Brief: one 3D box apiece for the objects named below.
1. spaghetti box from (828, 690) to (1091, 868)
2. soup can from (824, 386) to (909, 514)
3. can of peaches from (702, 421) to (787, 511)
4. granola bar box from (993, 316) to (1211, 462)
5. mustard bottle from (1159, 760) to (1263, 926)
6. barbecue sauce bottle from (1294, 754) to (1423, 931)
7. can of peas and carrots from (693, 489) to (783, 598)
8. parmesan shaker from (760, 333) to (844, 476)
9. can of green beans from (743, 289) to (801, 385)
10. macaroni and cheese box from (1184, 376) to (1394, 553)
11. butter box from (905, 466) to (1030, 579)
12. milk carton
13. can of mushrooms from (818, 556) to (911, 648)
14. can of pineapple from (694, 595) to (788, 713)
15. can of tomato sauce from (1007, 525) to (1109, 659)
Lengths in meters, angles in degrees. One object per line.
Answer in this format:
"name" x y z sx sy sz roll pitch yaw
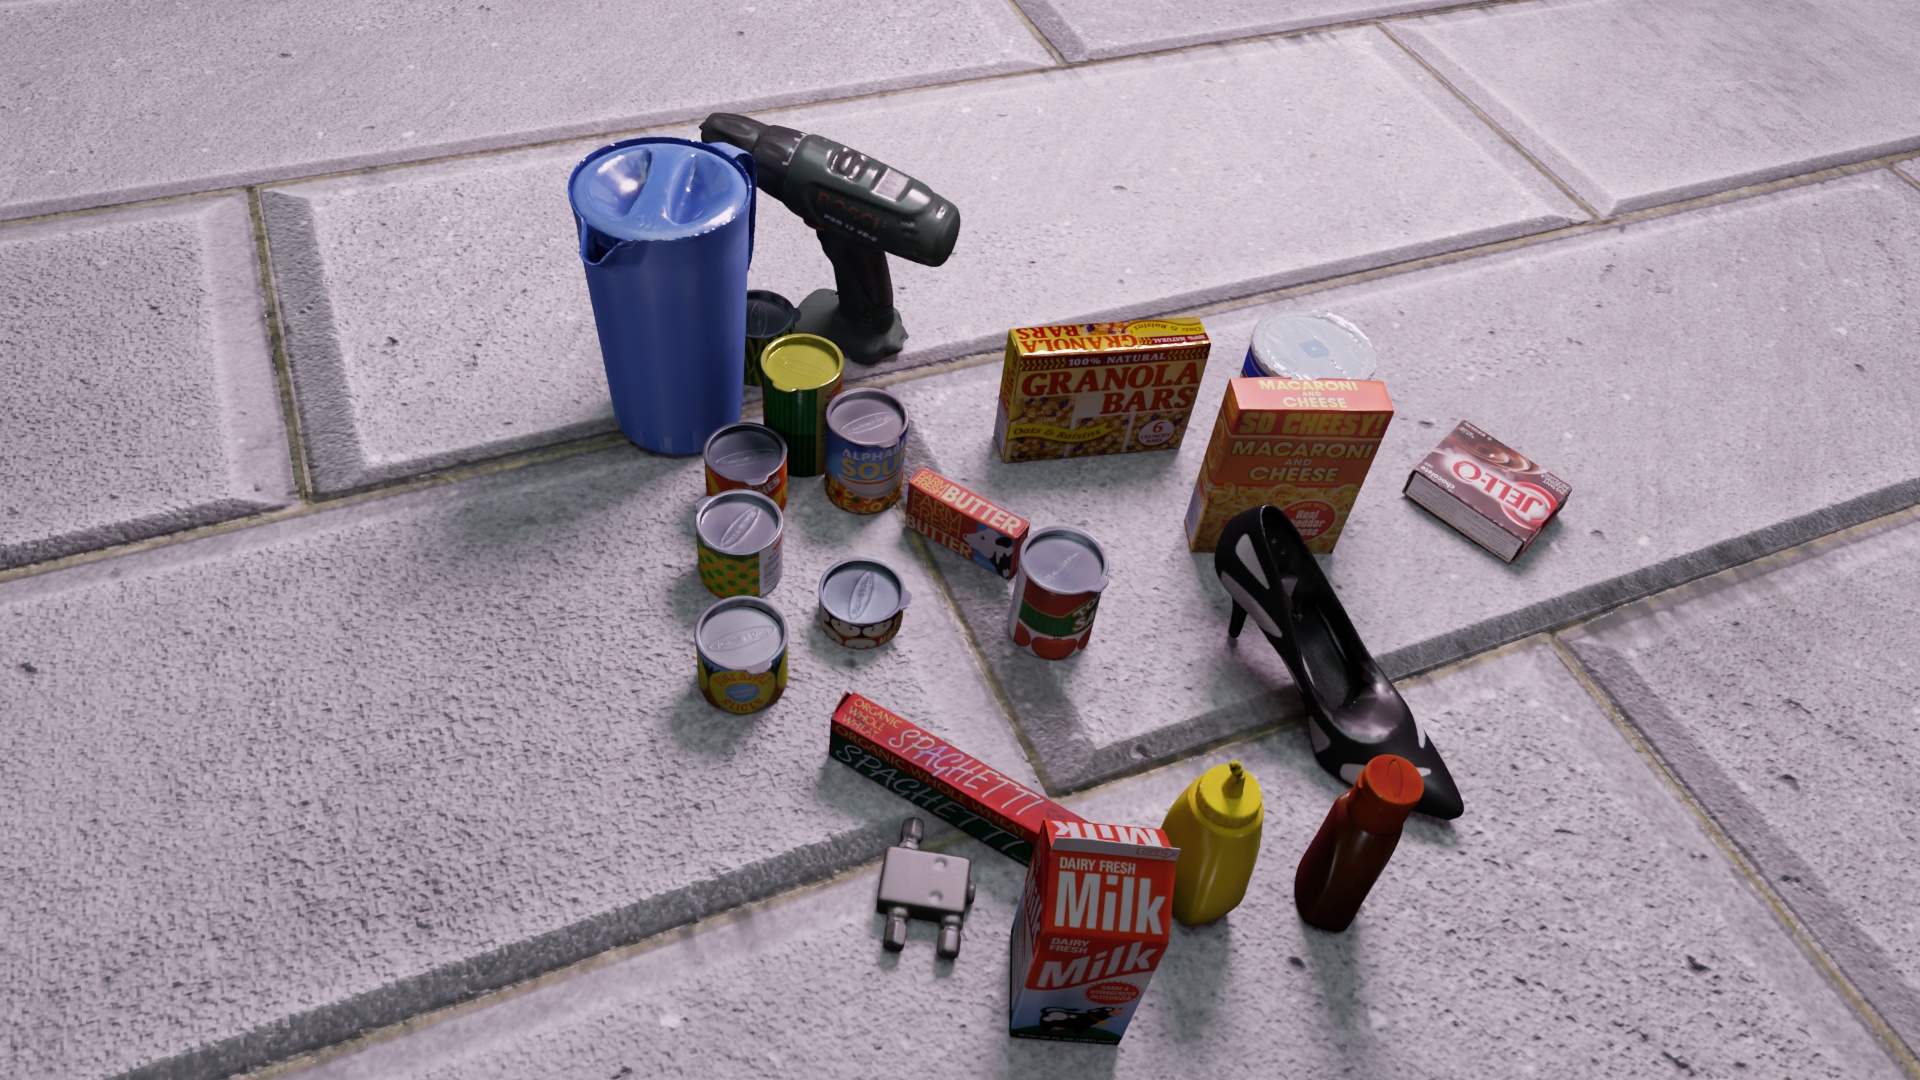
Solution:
"spaghetti box" 0.019 0.180 0.943 0.250 0.049 0.029 27 51 16
"soup can" -0.076 -0.070 1.130 0.071 0.083 0.072 4 49 -4
"can of peaches" -0.172 -0.051 1.118 0.071 0.057 0.071 4 48 -4
"granola bar box" 0.118 -0.127 1.177 0.166 0.123 0.039 -6 50 -12
"mustard bottle" 0.162 0.186 0.882 0.049 0.159 0.065 -16 53 -20
"barbecue sauce bottle" 0.256 0.192 0.896 0.044 0.147 0.065 13 49 4
"can of peas and carrots" -0.172 0.003 1.070 0.071 0.058 0.071 4 48 -4
"parmesan shaker" -0.132 -0.108 1.144 0.071 0.102 0.072 4 49 -4
"can of green beans" -0.179 -0.179 1.231 0.071 0.057 0.071 4 48 -4
"macaroni and cheese box" 0.256 -0.057 1.104 0.124 0.165 0.040 0 49 -7
"butter box" 0.004 -0.014 1.110 0.103 0.052 0.024 28 52 17
"milk carton" 0.075 0.224 0.817 0.072 0.189 0.074 5 48 -2
"can of mushrooms" -0.073 0.048 1.059 0.071 0.033 0.071 4 48 -4
"can of pineapple" -0.157 0.084 1.000 0.071 0.057 0.071 4 48 -4
"can of tomato sauce" 0.075 0.041 1.050 0.071 0.082 0.071 4 49 -4
